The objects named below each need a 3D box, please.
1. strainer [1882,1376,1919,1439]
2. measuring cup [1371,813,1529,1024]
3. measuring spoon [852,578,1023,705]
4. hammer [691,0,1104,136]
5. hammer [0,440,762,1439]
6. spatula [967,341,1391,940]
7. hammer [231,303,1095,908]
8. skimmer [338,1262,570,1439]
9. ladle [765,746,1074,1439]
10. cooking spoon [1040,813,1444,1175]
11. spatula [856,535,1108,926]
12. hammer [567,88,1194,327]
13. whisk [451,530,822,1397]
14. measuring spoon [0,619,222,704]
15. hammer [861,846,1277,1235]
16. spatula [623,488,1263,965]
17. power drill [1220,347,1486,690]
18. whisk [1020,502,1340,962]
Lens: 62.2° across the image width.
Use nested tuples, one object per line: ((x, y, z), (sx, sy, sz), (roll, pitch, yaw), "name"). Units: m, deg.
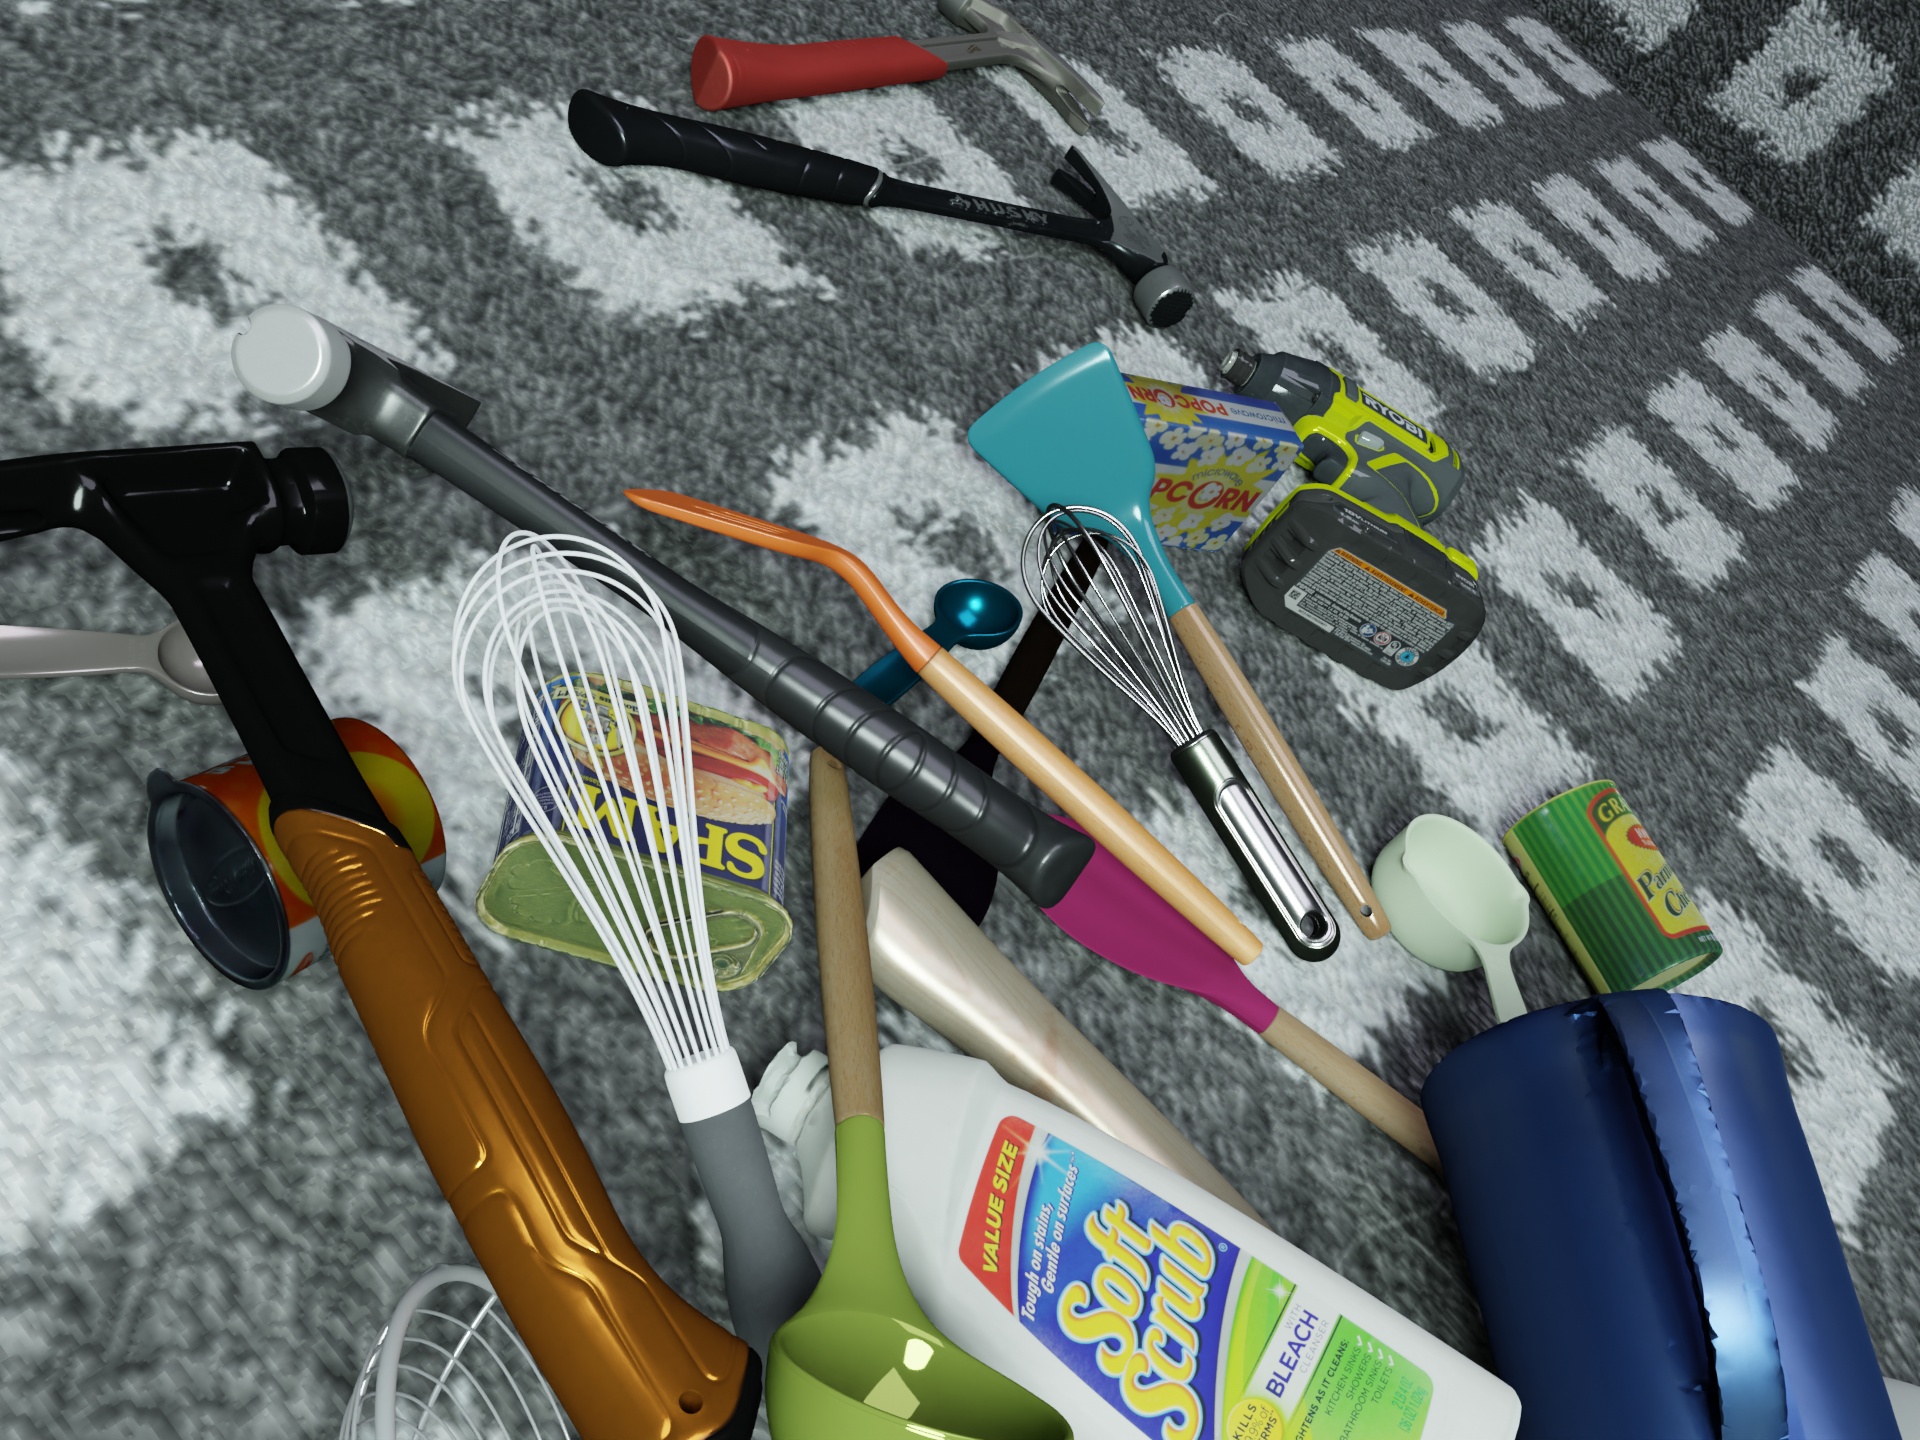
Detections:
((0.391, 0.298, 0.660), (0.211, 0.095, 0.341), (23, 44, -17), "strainer")
((0.242, 0.123, 0.756), (0.083, 0.038, 0.168), (15, 48, -26), "measuring cup")
((-0.018, -0.025, 0.717), (0.042, 0.021, 0.128), (31, 46, 20), "measuring spoon")
((-0.042, -0.430, 1.052), (0.149, 0.036, 0.359), (46, 40, 8), "hammer")
((-0.159, 0.050, 0.414), (0.127, 0.034, 0.337), (-15, 58, -45), "hammer")
((0.119, -0.031, 0.776), (0.317, 0.082, 0.044), (59, 12, 8), "spatula")
((-0.093, -0.035, 0.581), (0.334, 0.035, 0.146), (34, 2, -3), "hammer")
((0.007, 0.238, 0.432), (0.363, 0.090, 0.127), (21, 19, -22), "skimmer")
((-0.027, 0.097, 0.488), (0.078, 0.062, 0.320), (21, 29, -22), "ladle")
((0.152, 0.144, 0.683), (0.319, 0.017, 0.069), (37, 40, -2), "cooking spoon")
((0.021, -0.002, 0.720), (0.059, 0.018, 0.316), (34, 42, -5), "spatula")
((-0.038, -0.321, 0.956), (0.408, 0.036, 0.149), (-1, 53, -37), "hammer")
((-0.086, 0.078, 0.478), (0.070, 0.070, 0.284), (-19, 92, -45), "whisk")
((-0.290, -0.017, 0.509), (0.124, 0.018, 0.034), (0, 53, -28), "measuring spoon")
((0.114, 0.199, 0.583), (0.411, 0.038, 0.146), (46, 39, 6), "hammer")
((-0.001, -0.002, 0.664), (0.322, 0.041, 0.081), (42, 8, -3), "spatula")
((0.230, -0.134, 0.956), (0.171, 0.080, 0.223), (28, 38, -14), "power drill")
((0.104, 0.004, 0.738), (0.058, 0.059, 0.246), (-30, 83, -11), "whisk")
